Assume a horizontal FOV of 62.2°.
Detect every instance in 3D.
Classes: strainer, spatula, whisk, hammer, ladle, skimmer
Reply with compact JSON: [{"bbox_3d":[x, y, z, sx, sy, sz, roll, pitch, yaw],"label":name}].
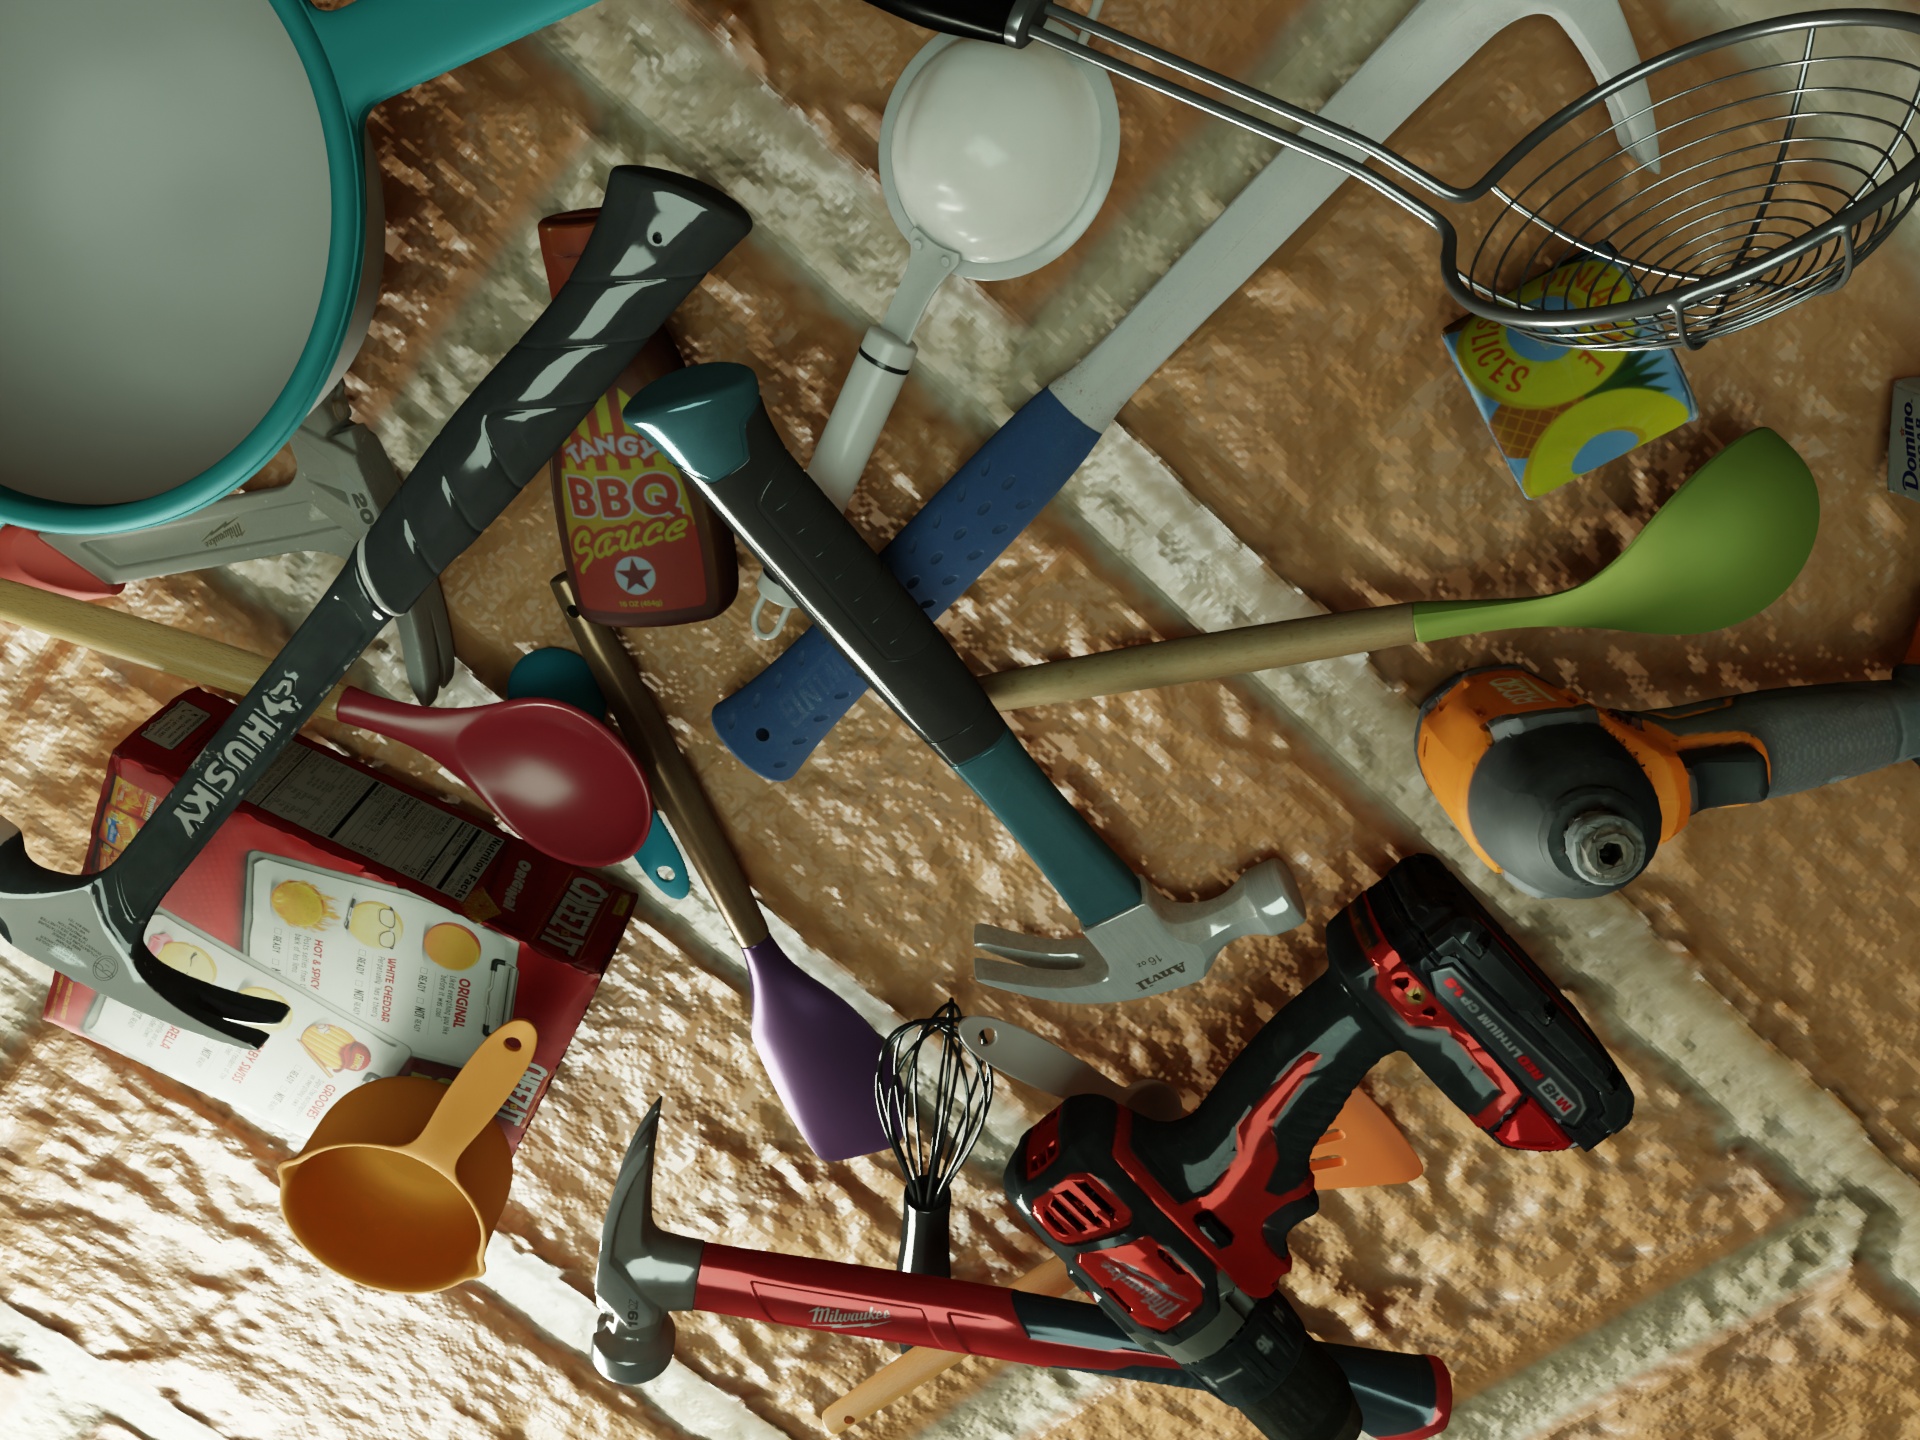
[{"bbox_3d":[-0.218,-0.191,0.522,0.340,0.095,0.211,-19,96,12],"label":"strainer"},{"bbox_3d":[-0.098,0.074,0.691,0.060,0.018,0.315,-18,115,13],"label":"spatula"},{"bbox_3d":[-0.014,0.225,0.744,0.055,0.055,0.238,6,123,4],"label":"whisk"},{"bbox_3d":[-0.001,-0.002,0.594,0.128,0.033,0.330,-29,122,19],"label":"hammer"},{"bbox_3d":[-0.392,-0.053,0.656,0.359,0.037,0.149,-8,116,11],"label":"hammer"},{"bbox_3d":[-0.268,-0.013,0.626,0.315,0.031,0.069,18,116,0],"label":"ladle"},{"bbox_3d":[0.075,-0.200,0.441,0.363,0.127,0.090,28,153,13],"label":"skimmer"},{"bbox_3d":[-0.021,-0.134,0.545,0.087,0.050,0.258,36,116,17],"label":"strainer"},{"bbox_3d":[0.139,-0.043,0.585,0.320,0.062,0.078,-9,161,21],"label":"ladle"},{"bbox_3d":[-0.216,-0.035,0.575,0.149,0.036,0.409,41,109,-14],"label":"hammer"},{"bbox_3d":[0.053,-0.113,0.562,0.144,0.035,0.405,40,116,-13],"label":"hammer"},{"bbox_3d":[0.033,0.260,0.710,0.386,0.038,0.143,10,116,-3],"label":"hammer"},{"bbox_3d":[0.058,0.256,0.740,0.322,0.041,0.081,-38,108,14],"label":"spatula"}]

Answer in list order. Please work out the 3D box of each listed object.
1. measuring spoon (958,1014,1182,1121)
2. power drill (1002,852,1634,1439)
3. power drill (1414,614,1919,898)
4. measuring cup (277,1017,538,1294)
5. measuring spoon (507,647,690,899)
[{"bbox_3d":[0.047,0.155,0.700,0.124,0.018,0.034,31,88,-24],"label":"measuring spoon"},{"bbox_3d":[0.155,0.186,0.645,0.226,0.080,0.188,-42,97,14],"label":"power drill"},{"bbox_3d":[0.277,0.013,0.525,0.226,0.164,0.084,-7,100,9],"label":"power drill"},{"bbox_3d":[-0.211,0.165,0.658,0.095,0.052,0.173,33,116,-12],"label":"measuring cup"},{"bbox_3d":[-0.150,0.029,0.672,0.042,0.021,0.128,-20,112,18],"label":"measuring spoon"}]
